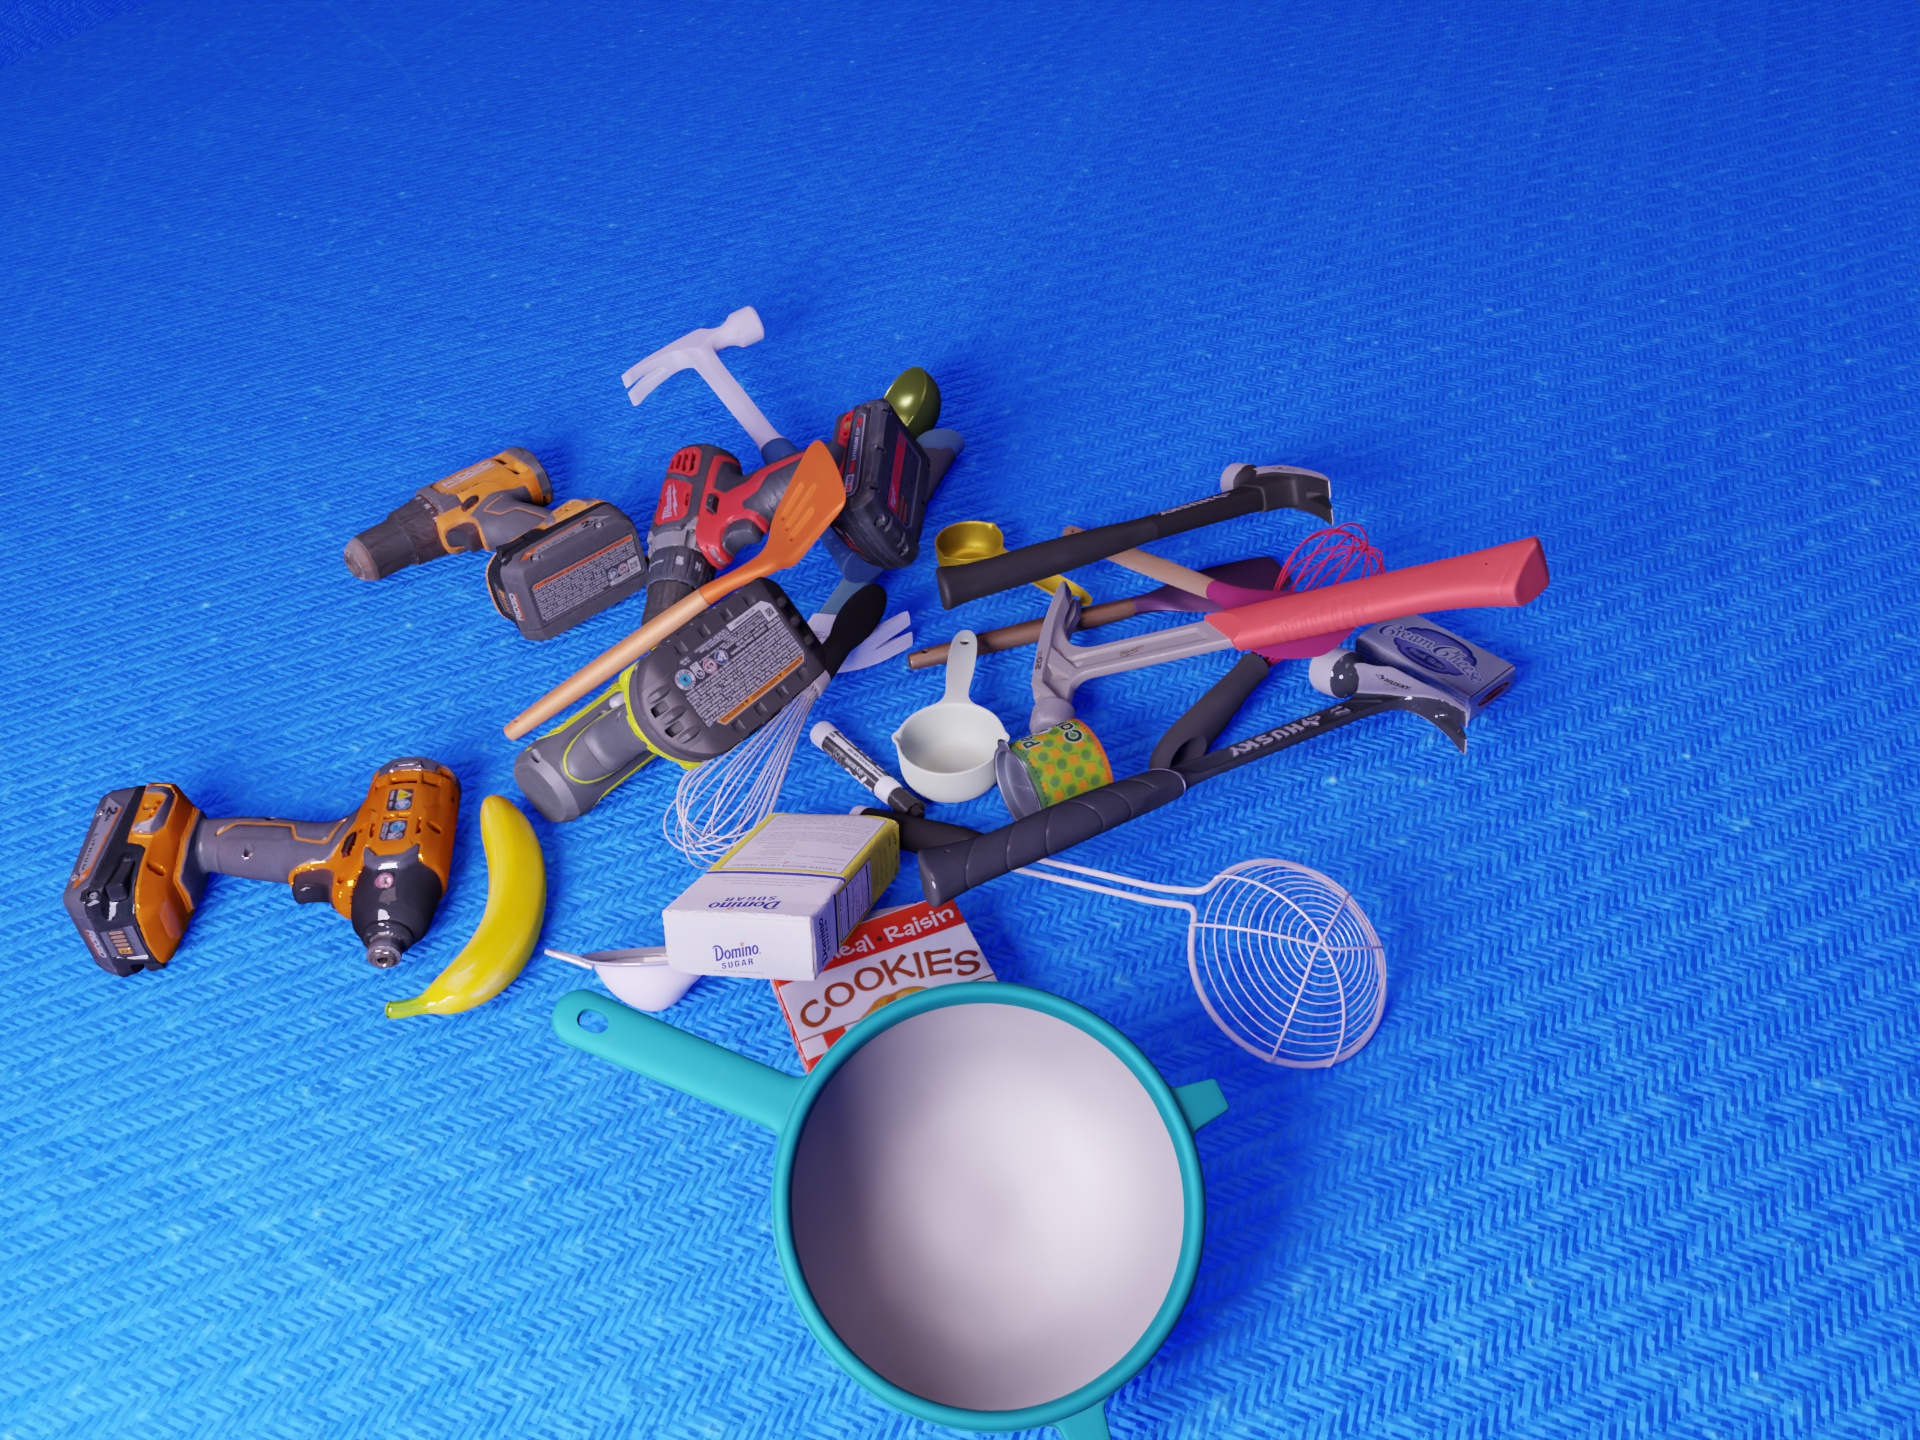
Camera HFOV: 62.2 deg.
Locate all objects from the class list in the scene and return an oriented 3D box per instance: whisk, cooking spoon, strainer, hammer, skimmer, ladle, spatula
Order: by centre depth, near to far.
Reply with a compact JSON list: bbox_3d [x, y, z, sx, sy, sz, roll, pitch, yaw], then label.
[{"bbox_3d":[-0.048,0.223,0.810,0.340,0.095,0.211,21,64,6],"label":"strainer"},{"bbox_3d":[-0.125,0.143,0.994,0.258,0.050,0.087,-9,0,-13],"label":"strainer"},{"bbox_3d":[0.086,0.119,1.008,0.363,0.090,0.127,11,53,33],"label":"skimmer"},{"bbox_3d":[0.149,0.038,1.022,0.409,0.036,0.149,-20,27,-27],"label":"hammer"},{"bbox_3d":[0.216,-0.075,1.098,0.359,0.036,0.149,-12,43,28],"label":"hammer"},{"bbox_3d":[-0.121,-0.008,1.129,0.070,0.070,0.285,14,48,21],"label":"whisk"},{"bbox_3d":[-0.210,-0.082,1.157,0.322,0.041,0.081,-34,47,10],"label":"spatula"},{"bbox_3d":[0.227,-0.051,1.167,0.073,0.073,0.296,26,55,31],"label":"whisk"},{"bbox_3d":[0.175,-0.106,1.211,0.069,0.017,0.319,-40,36,-15],"label":"cooking spoon"},{"bbox_3d":[0.131,-0.141,1.219,0.334,0.035,0.146,-18,20,-22],"label":"hammer"},{"bbox_3d":[0.111,-0.081,1.243,0.316,0.018,0.060,-14,41,-11],"label":"spatula"},{"bbox_3d":[-0.066,-0.149,1.328,0.128,0.033,0.331,9,43,17],"label":"hammer"},{"bbox_3d":[-0.171,-0.239,1.380,0.144,0.035,0.406,-28,47,-10],"label":"hammer"},{"bbox_3d":[-0.146,-0.223,1.406,0.320,0.062,0.078,-33,23,-24],"label":"ladle"}]

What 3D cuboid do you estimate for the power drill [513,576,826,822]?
[{"bbox_3d":[-0.189,-0.019,1.087,0.190,0.080,0.228,-42,12,-34],"label":"power drill"}]

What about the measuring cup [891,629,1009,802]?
[{"bbox_3d":[-0.002,-0.004,1.152,0.083,0.038,0.168,0,39,6],"label":"measuring cup"}]

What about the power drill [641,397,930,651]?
[{"bbox_3d":[-0.146,-0.145,1.226,0.227,0.080,0.188,-9,56,25],"label":"power drill"}]

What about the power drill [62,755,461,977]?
[{"bbox_3d":[-0.451,0.104,1.045,0.226,0.084,0.164,-5,41,-6],"label":"power drill"}]

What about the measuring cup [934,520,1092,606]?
[{"bbox_3d":[0.044,-0.116,1.284,0.157,0.029,0.062,31,52,32],"label":"measuring cup"}]

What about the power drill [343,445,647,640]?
[{"bbox_3d":[-0.391,-0.144,1.325,0.185,0.084,0.226,-34,44,-28],"label":"power drill"}]
